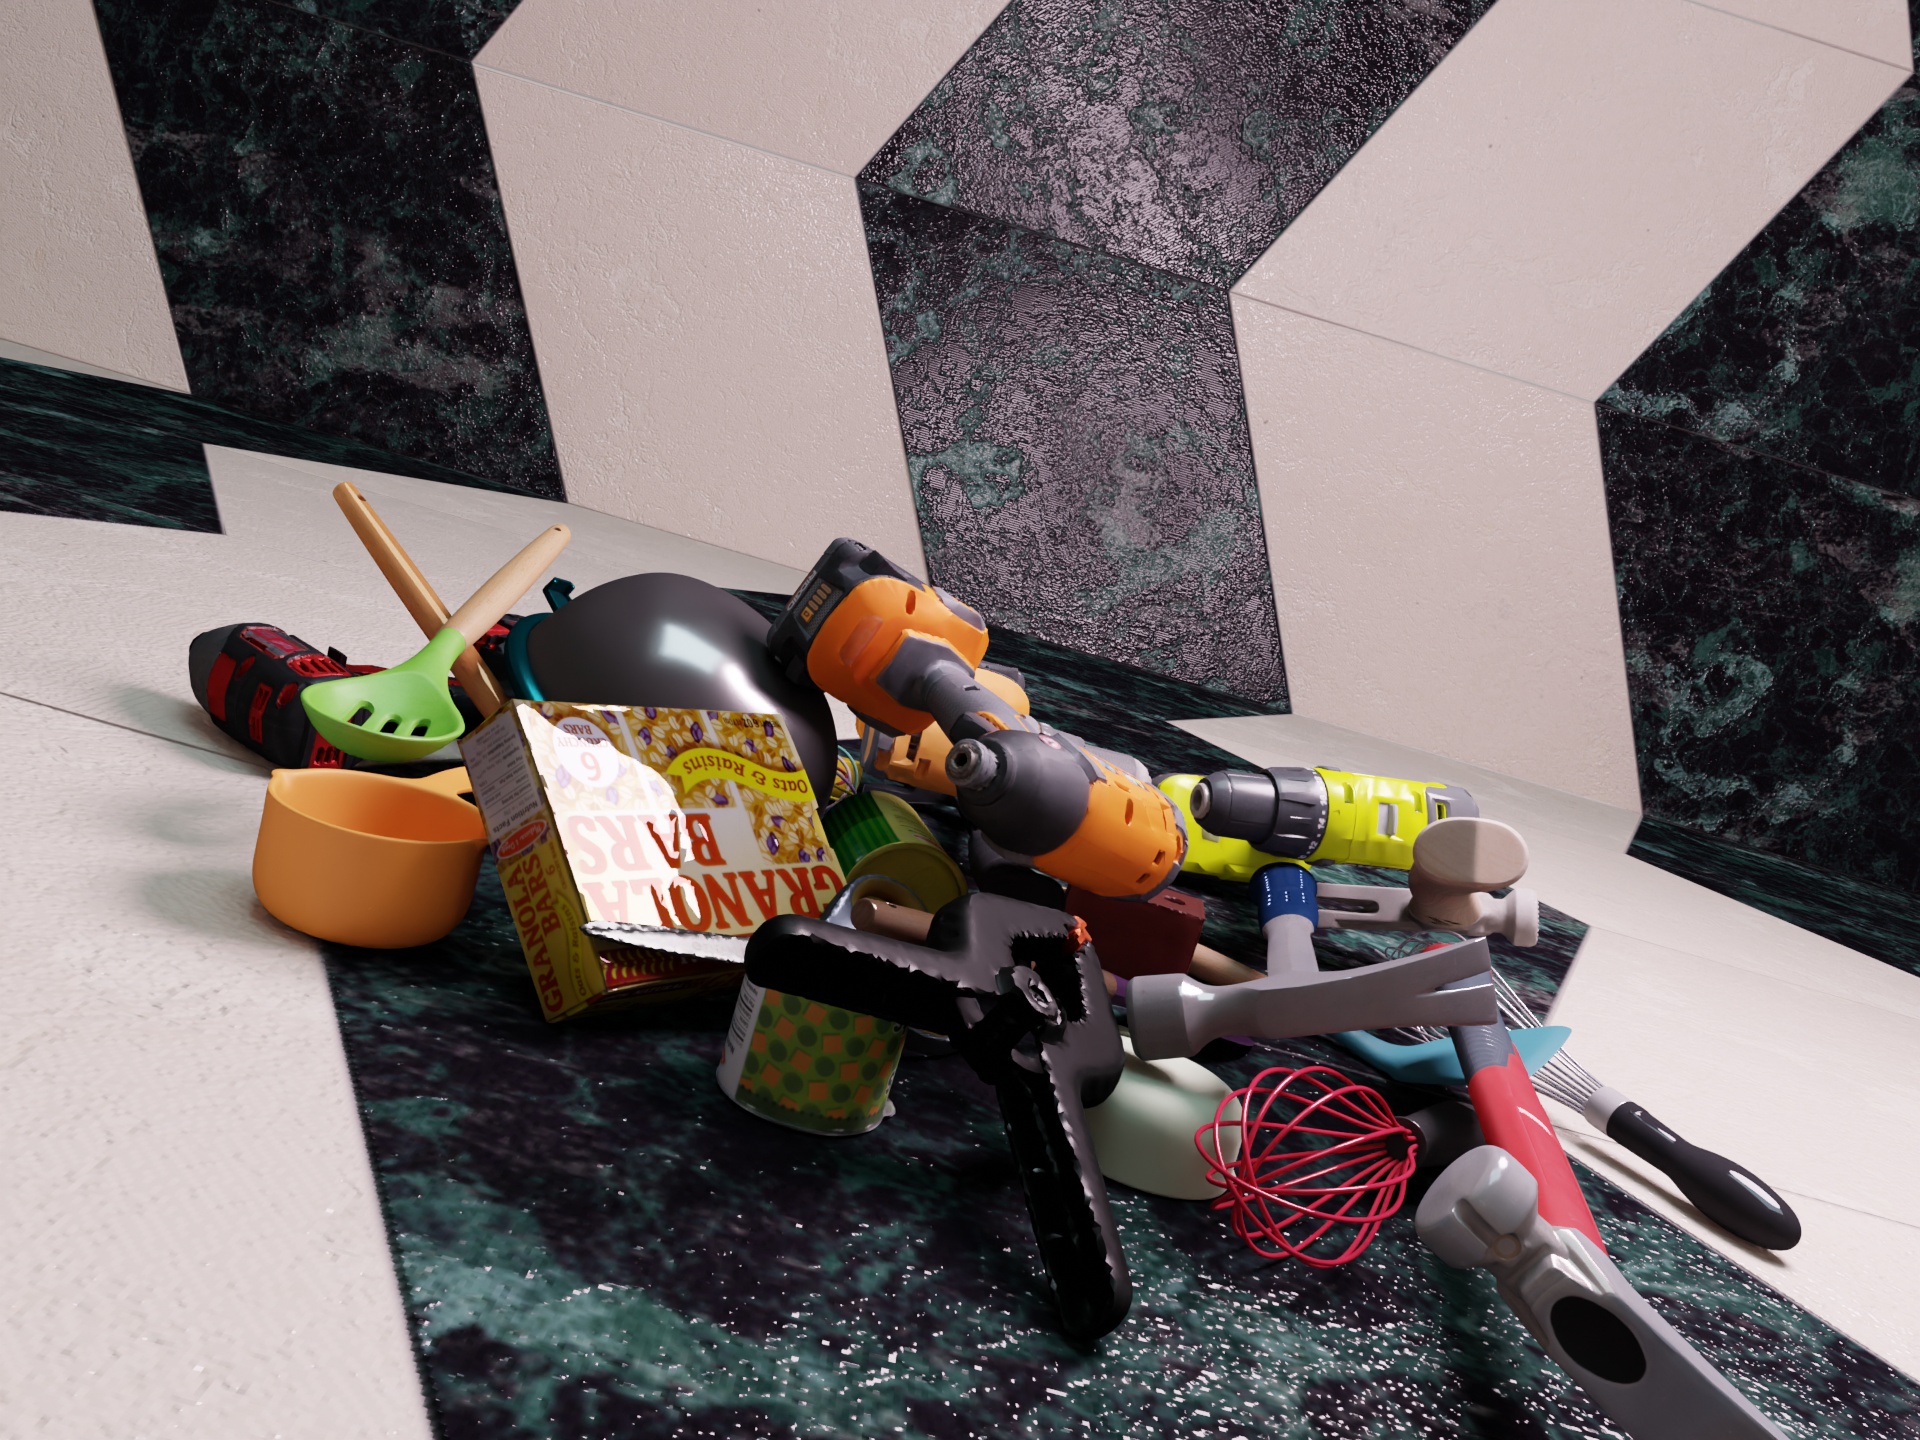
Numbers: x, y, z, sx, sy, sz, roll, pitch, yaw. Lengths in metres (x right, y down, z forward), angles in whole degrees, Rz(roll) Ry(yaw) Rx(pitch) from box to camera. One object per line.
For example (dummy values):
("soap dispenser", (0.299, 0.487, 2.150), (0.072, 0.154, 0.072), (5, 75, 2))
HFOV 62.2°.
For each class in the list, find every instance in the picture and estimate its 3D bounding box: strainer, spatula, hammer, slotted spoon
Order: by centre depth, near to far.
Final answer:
("hammer", (0.238, 0.172, 0.654), (0.143, 0.038, 0.386), (44, 13, 4))
("spatula", (0.054, 0.119, 0.730), (0.060, 0.018, 0.315), (26, 0, 41))
("hammer", (0.173, 0.109, 0.810), (0.144, 0.035, 0.405), (-7, 0, 11))
("strainer", (-0.130, 0.011, 0.822), (0.210, 0.095, 0.341), (38, 13, -20))
("slotted spoon", (-0.252, -0.049, 0.822), (0.070, 0.031, 0.314), (18, 24, -4))
("spatula", (-0.240, -0.014, 0.840), (0.323, 0.041, 0.081), (51, 19, 15))
("spatula", (0.177, 0.144, 0.904), (0.318, 0.044, 0.082), (21, 25, 35))
("hammer", (0.265, 0.095, 0.904), (0.146, 0.038, 0.410), (2, -10, 16))
("hammer", (0.013, 0.072, 0.973), (0.149, 0.036, 0.409), (14, 3, -4))

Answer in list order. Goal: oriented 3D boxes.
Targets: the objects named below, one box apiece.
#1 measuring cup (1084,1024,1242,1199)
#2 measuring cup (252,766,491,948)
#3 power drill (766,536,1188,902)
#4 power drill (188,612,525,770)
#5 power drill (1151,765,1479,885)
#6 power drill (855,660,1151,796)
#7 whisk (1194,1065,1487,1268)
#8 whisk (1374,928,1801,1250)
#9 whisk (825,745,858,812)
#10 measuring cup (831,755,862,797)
("measuring cup", (0.079, 0.151, 0.689), (0.083, 0.038, 0.167), (16, 11, -1))
("measuring cup", (-0.236, 0.053, 0.687), (0.095, 0.052, 0.173), (17, 7, 4))
("power drill", (-0.001, -0.003, 0.805), (0.227, 0.084, 0.164), (42, 9, 38))
("power drill", (-0.320, -0.017, 0.910), (0.143, 0.078, 0.219), (23, 14, 36))
("power drill", (0.214, 0.070, 1.095), (0.190, 0.080, 0.228), (8, -8, -16))
("power drill", (0.020, 0.010, 1.077), (0.185, 0.084, 0.226), (13, 8, -10))
("whisk", (0.176, 0.177, 0.663), (0.073, 0.073, 0.295), (22, 4, 35))
("whisk", (0.323, 0.192, 0.854), (0.070, 0.070, 0.285), (11, 14, -31))
("whisk", (-0.174, 0.016, 1.073), (0.245, 0.051, 0.047), (16, 14, 20))
("measuring cup", (-0.117, 0.034, 1.153), (0.062, 0.029, 0.156), (13, -3, -23))
